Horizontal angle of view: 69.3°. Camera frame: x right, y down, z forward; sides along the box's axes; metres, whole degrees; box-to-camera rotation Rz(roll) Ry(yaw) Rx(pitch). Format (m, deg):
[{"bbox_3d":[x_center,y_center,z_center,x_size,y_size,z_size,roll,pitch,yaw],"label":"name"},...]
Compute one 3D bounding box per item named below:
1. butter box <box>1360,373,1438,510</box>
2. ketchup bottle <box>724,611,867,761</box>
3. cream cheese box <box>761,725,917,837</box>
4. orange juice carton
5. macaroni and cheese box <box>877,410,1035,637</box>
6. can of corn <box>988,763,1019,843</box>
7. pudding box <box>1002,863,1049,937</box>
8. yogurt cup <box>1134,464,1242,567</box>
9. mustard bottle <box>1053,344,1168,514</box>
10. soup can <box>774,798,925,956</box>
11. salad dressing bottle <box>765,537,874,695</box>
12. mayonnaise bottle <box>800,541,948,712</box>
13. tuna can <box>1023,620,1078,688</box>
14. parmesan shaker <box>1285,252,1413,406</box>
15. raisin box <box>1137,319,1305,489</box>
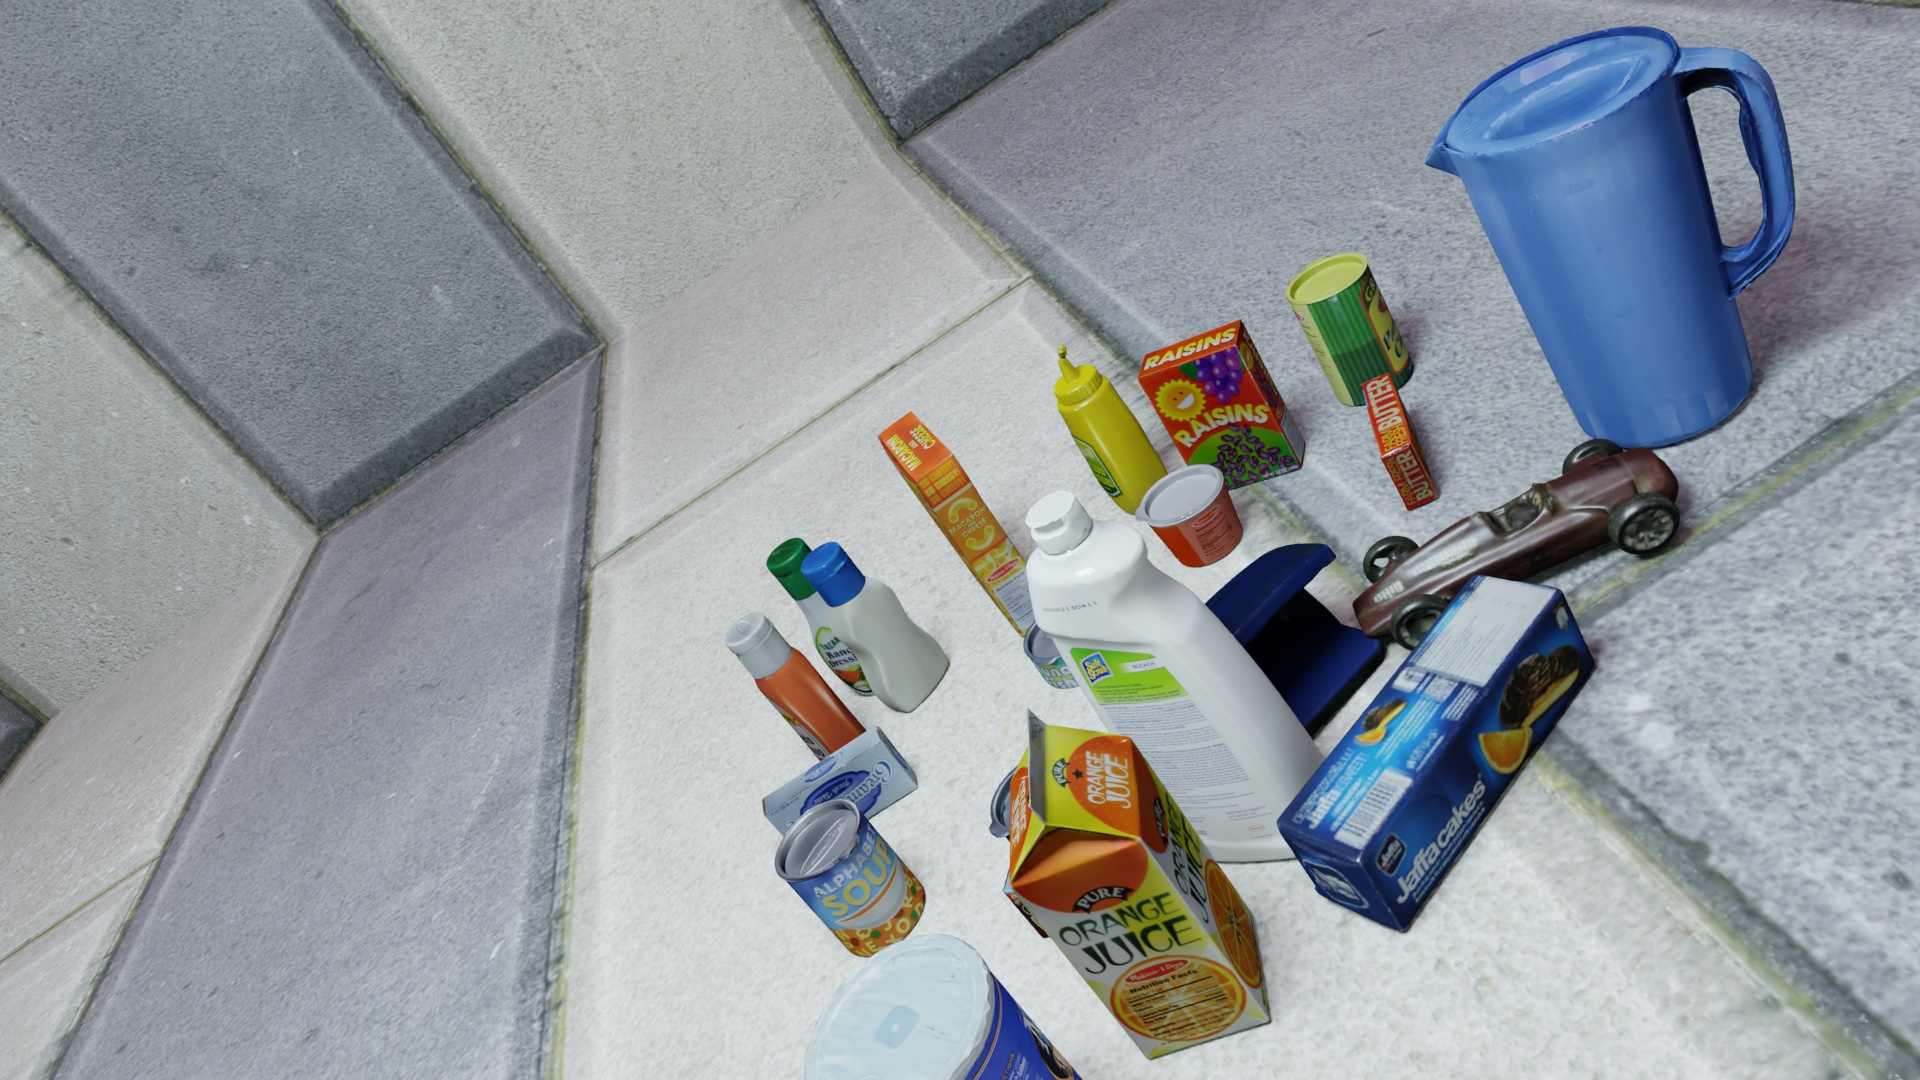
[{"bbox_3d":[0.313,-0.072,0.992,0.024,0.053,0.104,-24,29,22],"label":"butter box"},{"bbox_3d":[-0.123,0.118,1.068,0.043,0.148,0.065,-43,28,-16],"label":"ketchup bottle"},{"bbox_3d":[-0.088,0.186,1.024,0.104,0.053,0.024,-33,27,3],"label":"cream cheese box"},{"bbox_3d":[0.081,0.171,0.705,0.073,0.192,0.072,-25,28,18],"label":"orange juice carton"},{"bbox_3d":[0.004,-0.014,1.120,0.040,0.166,0.124,-36,27,-2],"label":"macaroni and cheese box"},{"bbox_3d":[0.059,0.177,0.868,0.071,0.058,0.071,-27,28,16],"label":"can of corn"},{"bbox_3d":[0.074,0.203,0.819,0.083,0.049,0.030,-18,31,30],"label":"pudding box"},{"bbox_3d":[0.178,-0.017,1.053,0.072,0.053,0.073,-27,28,16],"label":"yogurt cup"},{"bbox_3d":[0.115,-0.093,1.131,0.049,0.159,0.065,-39,27,-8],"label":"mustard bottle"},{"bbox_3d":[-0.070,0.222,0.912,0.071,0.083,0.072,-27,28,16],"label":"soup can"},{"bbox_3d":[-0.103,0.062,1.137,0.064,0.147,0.044,-17,32,31],"label":"salad dressing bottle"},{"bbox_3d":[-0.070,0.065,1.094,0.041,0.147,0.065,3,45,51],"label":"mayonnaise bottle"},{"bbox_3d":[0.082,0.078,1.031,0.071,0.032,0.071,-27,28,16],"label":"tuna can"},{"bbox_3d":[0.308,-0.167,1.096,0.071,0.102,0.071,-27,28,16],"label":"parmesan shaker"},{"bbox_3d":[0.205,-0.102,1.084,0.086,0.123,0.040,-17,32,32],"label":"raisin box"}]
